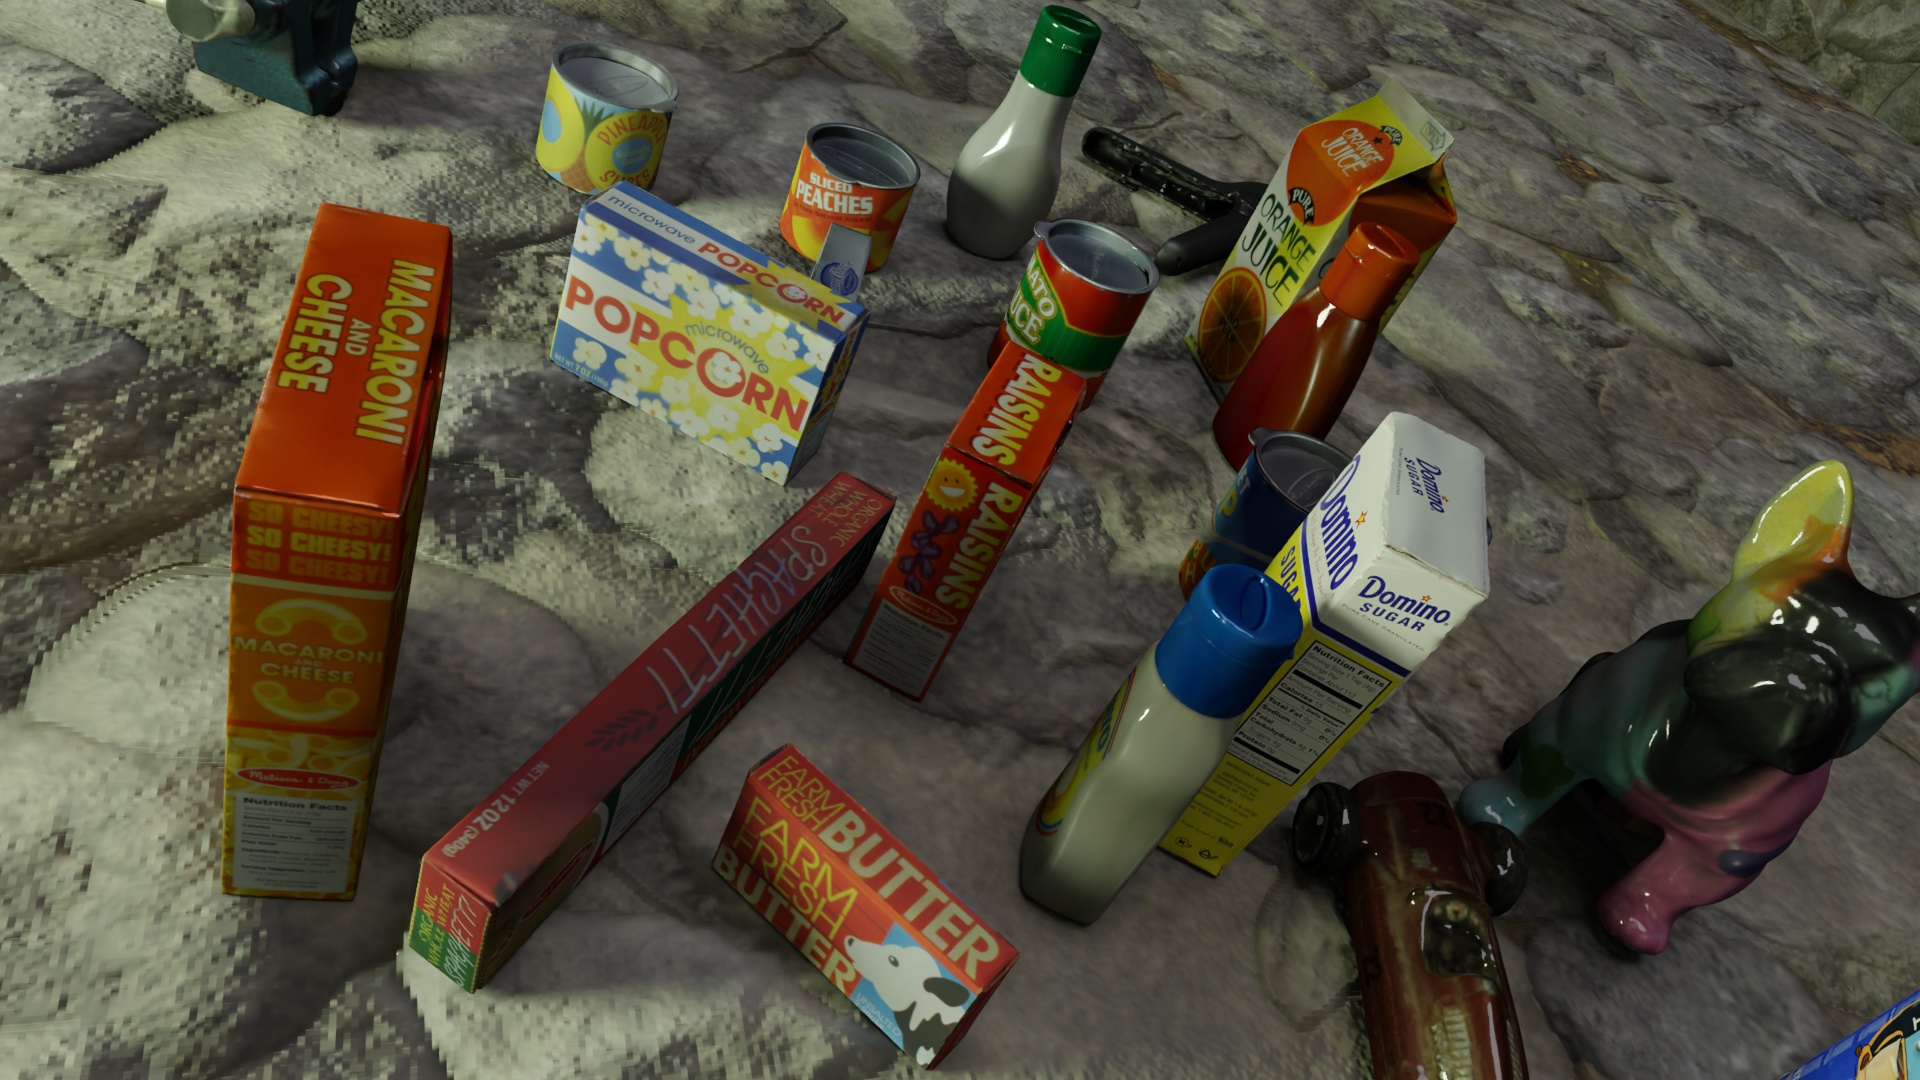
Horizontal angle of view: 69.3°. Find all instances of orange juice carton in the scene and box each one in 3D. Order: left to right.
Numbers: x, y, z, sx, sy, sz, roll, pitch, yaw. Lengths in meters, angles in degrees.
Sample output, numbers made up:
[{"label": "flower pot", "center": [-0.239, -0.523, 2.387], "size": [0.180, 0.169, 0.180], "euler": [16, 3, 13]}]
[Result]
[{"label": "orange juice carton", "center": [0.211, -0.163, 0.793], "size": [0.073, 0.191, 0.072], "euler": [5, 43, -25]}]

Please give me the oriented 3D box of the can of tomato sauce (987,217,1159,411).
[{"label": "can of tomato sauce", "center": [0.057, -0.121, 0.748], "size": [0.071, 0.082, 0.071], "euler": [16, 40, -13]}]

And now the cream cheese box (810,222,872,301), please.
[{"label": "cream cheese box", "center": [-0.069, -0.109, 0.687], "size": [0.024, 0.053, 0.104], "euler": [19, 39, -9]}]

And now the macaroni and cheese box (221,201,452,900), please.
[{"label": "macaroni and cheese box", "center": [-0.181, 0.006, 0.406], "size": [0.040, 0.165, 0.124], "euler": [9, 42, -21]}]

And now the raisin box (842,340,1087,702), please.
[{"label": "raisin box", "center": [0.002, -0.007, 0.557], "size": [0.040, 0.122, 0.086], "euler": [28, 38, 2]}]

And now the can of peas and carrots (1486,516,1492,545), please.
[{"label": "can of peas and carrots", "center": [0.233, 0.001, 0.728], "size": [0.071, 0.058, 0.071], "euler": [16, 40, -13]}]

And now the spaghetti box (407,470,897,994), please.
[{"label": "spaghetti box", "center": [-0.096, 0.052, 0.495], "size": [0.029, 0.050, 0.251], "euler": [32, 39, 7]}]

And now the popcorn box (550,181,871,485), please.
[{"label": "popcorn box", "center": [-0.114, -0.092, 0.618], "size": [0.127, 0.084, 0.038], "euler": [28, 38, 2]}]

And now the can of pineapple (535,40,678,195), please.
[{"label": "can of pineapple", "center": [-0.190, -0.225, 0.748], "size": [0.071, 0.057, 0.071], "euler": [16, 40, -13]}]

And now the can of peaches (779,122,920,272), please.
[{"label": "can of peaches", "center": [-0.064, -0.191, 0.780], "size": [0.071, 0.057, 0.071], "euler": [16, 40, -13]}]

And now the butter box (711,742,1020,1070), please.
[{"label": "butter box", "center": [-0.034, 0.119, 0.452], "size": [0.103, 0.052, 0.024], "euler": [39, 40, 16]}]

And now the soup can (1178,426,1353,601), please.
[{"label": "soup can", "center": [0.149, -0.002, 0.665], "size": [0.071, 0.083, 0.072], "euler": [16, 40, -13]}]

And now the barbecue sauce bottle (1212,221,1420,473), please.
[{"label": "barbecue sauce bottle", "center": [0.190, -0.099, 0.745], "size": [0.044, 0.147, 0.065], "euler": [4, 44, -26]}]

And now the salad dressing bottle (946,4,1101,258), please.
[{"label": "salad dressing bottle", "center": [0.038, -0.238, 0.817], "size": [0.064, 0.146, 0.044], "euler": [10, 41, -20]}]

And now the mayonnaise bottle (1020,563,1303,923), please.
[{"label": "mayonnaise bottle", "center": [0.068, 0.070, 0.486], "size": [0.041, 0.147, 0.065], "euler": [26, 38, 0]}]
